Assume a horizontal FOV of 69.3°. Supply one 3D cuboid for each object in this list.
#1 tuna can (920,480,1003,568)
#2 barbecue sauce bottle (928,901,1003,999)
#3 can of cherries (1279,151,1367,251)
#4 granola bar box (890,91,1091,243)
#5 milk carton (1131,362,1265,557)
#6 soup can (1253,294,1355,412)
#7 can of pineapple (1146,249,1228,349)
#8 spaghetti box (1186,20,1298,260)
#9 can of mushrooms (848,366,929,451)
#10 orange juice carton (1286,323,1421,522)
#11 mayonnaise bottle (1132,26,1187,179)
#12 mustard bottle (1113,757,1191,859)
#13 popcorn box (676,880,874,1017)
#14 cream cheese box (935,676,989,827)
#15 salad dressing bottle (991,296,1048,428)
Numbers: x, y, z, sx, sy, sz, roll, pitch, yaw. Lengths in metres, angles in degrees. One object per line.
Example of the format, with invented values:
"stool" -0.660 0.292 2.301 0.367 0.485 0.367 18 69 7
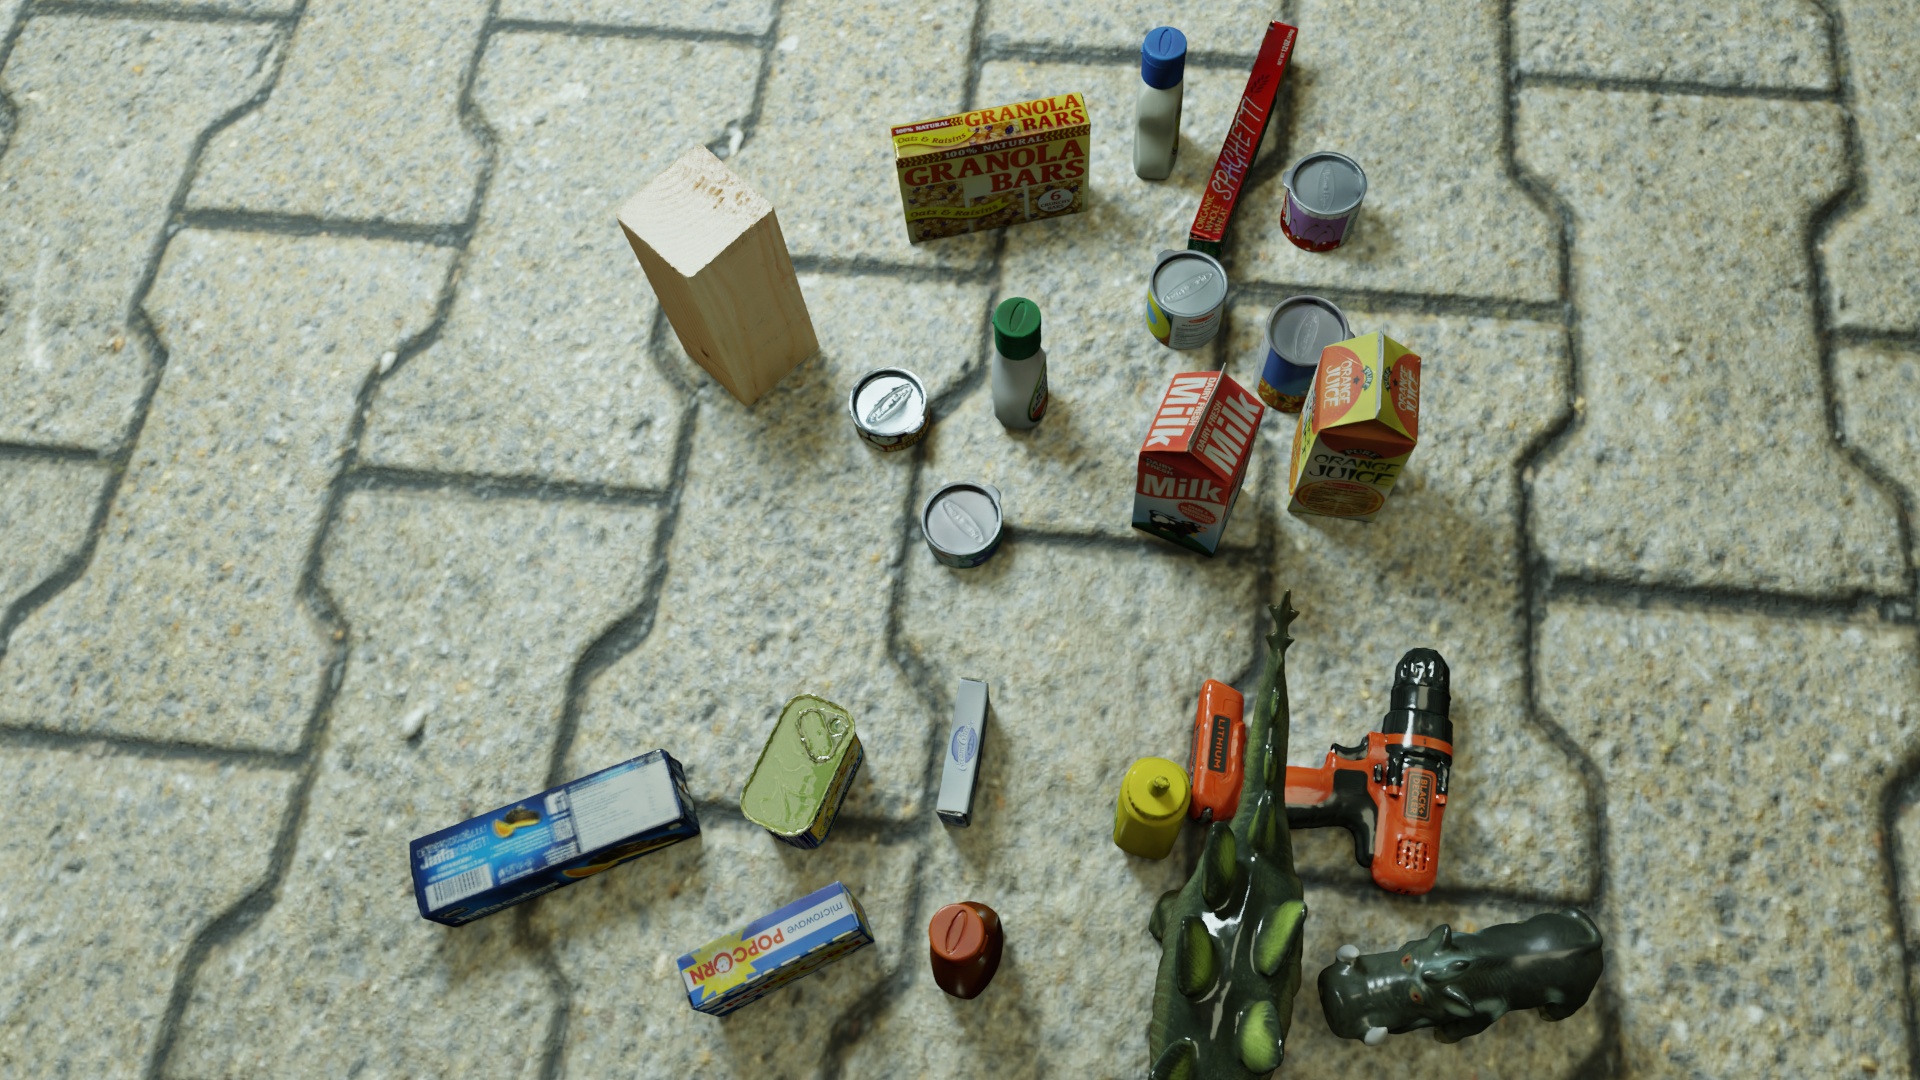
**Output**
"tuna can" 0.004 -0.014 1.133 0.071 0.032 0.071 -1 67 3
"barbecue sauce bottle" 0.003 0.276 0.950 0.044 0.148 0.065 19 70 11
"can of cherries" 0.314 -0.297 1.216 0.071 0.058 0.072 -1 68 3
"granola bar box" 0.028 -0.324 1.211 0.166 0.123 0.039 -11 68 0
"milk carton" 0.179 -0.062 1.056 0.073 0.190 0.072 22 71 12
"soup can" 0.282 -0.151 1.144 0.071 0.083 0.071 -1 68 3
"can of pineapple" 0.192 -0.207 1.187 0.071 0.057 0.071 -1 68 3
"spaghetti box" 0.253 -0.355 1.249 0.029 0.050 0.251 18 70 11
"can of mushrooms" -0.058 -0.109 1.177 0.071 0.033 0.071 -1 67 3
"orange juice carton" 0.300 -0.086 1.056 0.073 0.192 0.072 8 69 7
"mayonnaise bottle" 0.174 -0.383 1.213 0.041 0.147 0.065 9 69 8
"mustard bottle" 0.135 0.182 0.974 0.049 0.159 0.065 14 70 10
"popcorn box" -0.129 0.291 0.987 0.127 0.085 0.038 -25 68 -6
"cream cheese box" 0.003 0.161 1.049 0.024 0.053 0.104 8 68 7
"salad dressing bottle" 0.048 -0.142 1.121 0.044 0.147 0.064 16 70 10
